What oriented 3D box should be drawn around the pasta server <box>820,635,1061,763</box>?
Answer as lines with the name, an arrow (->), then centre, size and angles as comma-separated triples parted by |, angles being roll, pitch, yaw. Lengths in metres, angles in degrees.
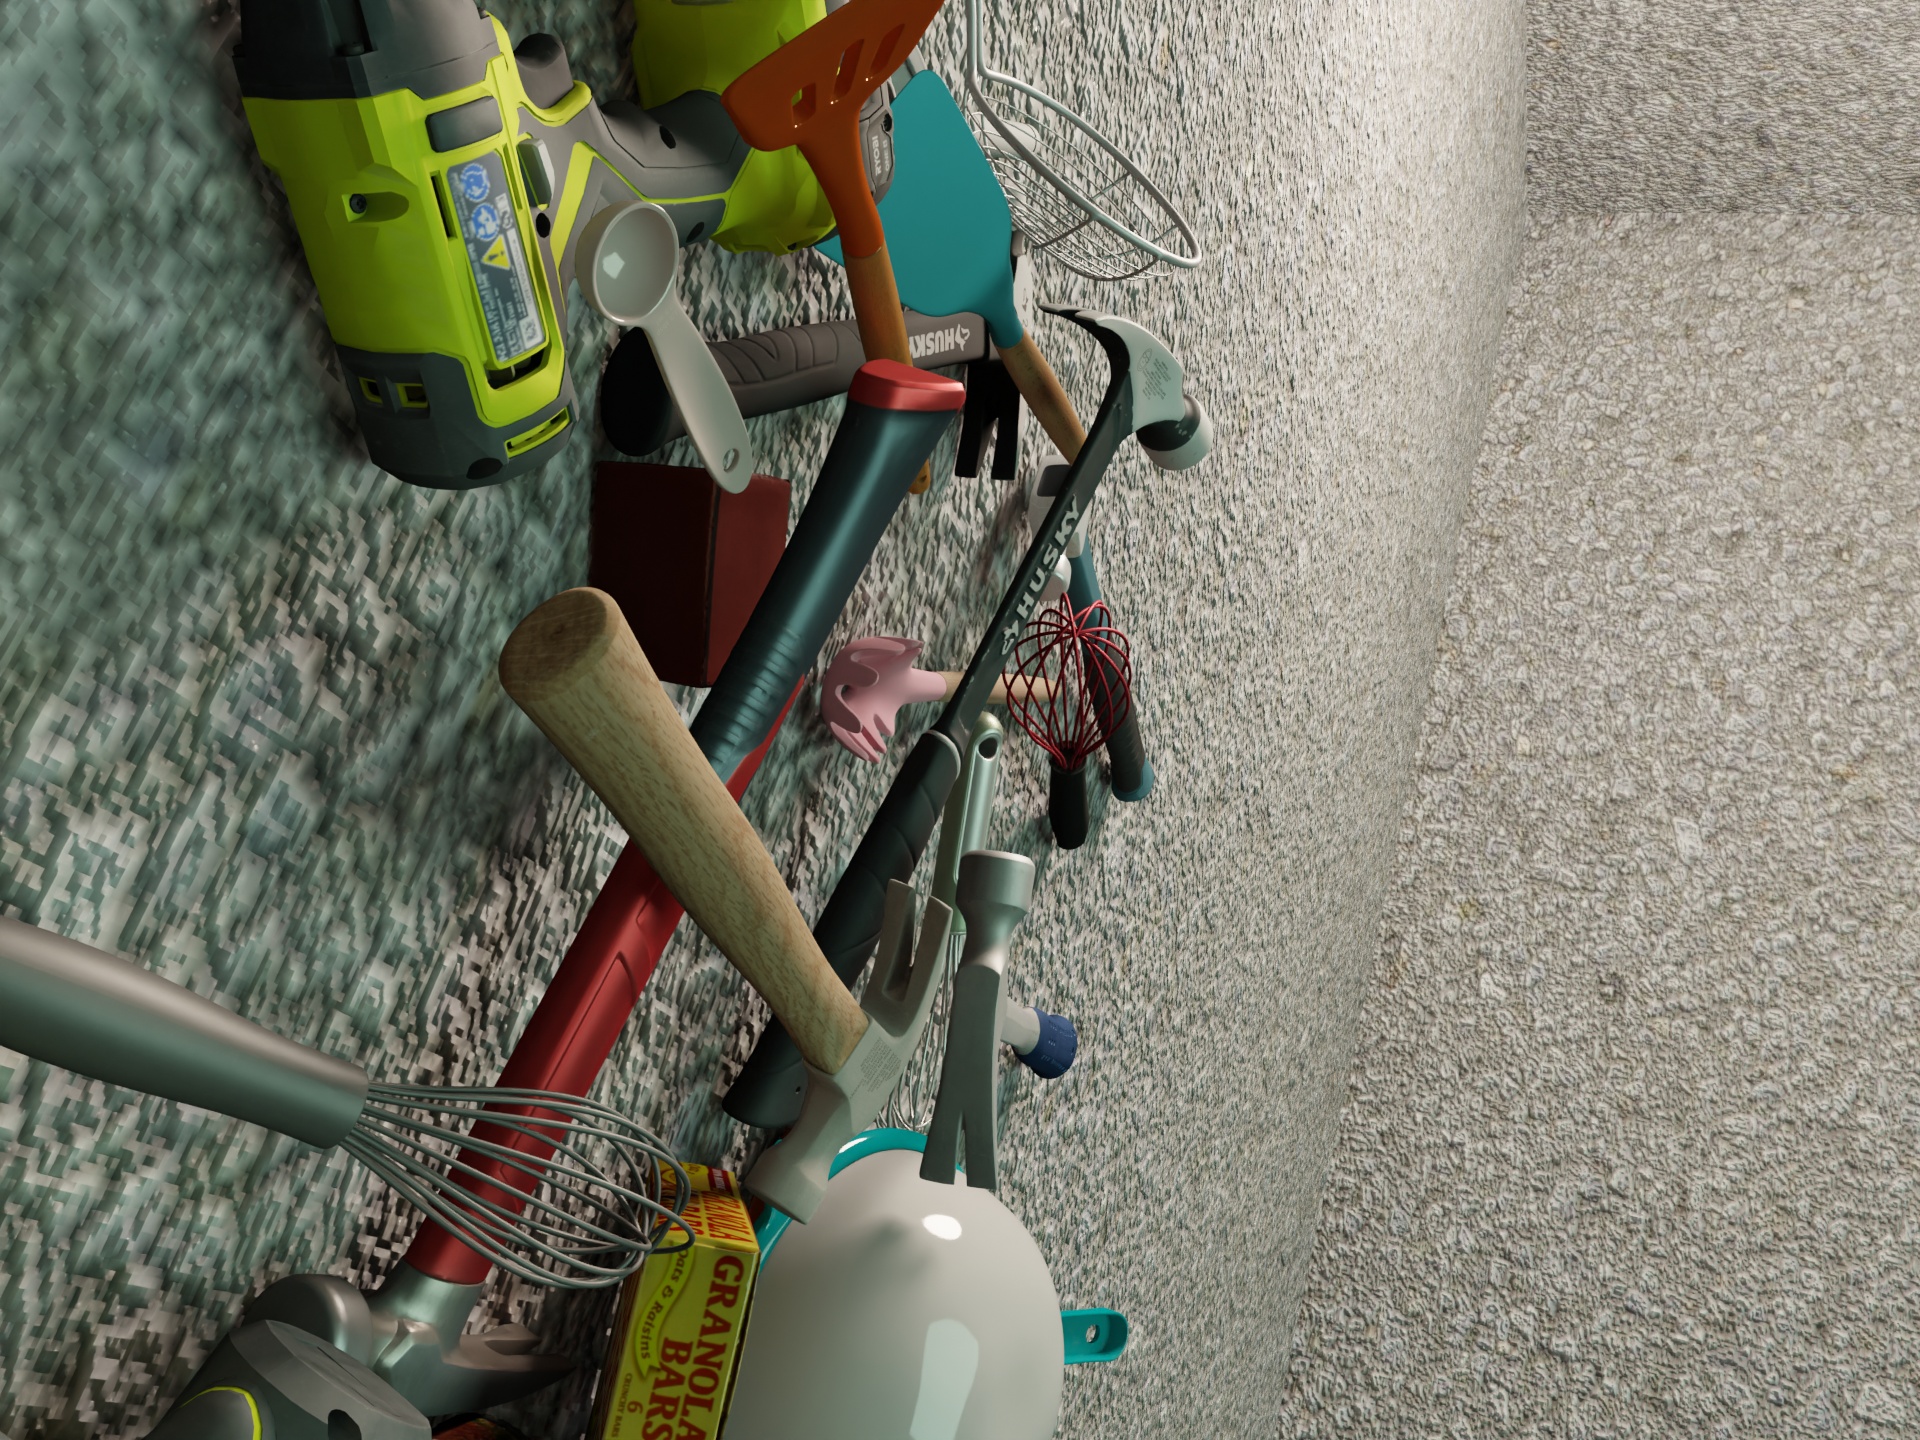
pasta server -> 0.003, -0.015, 0.850 | 0.316, 0.040, 0.060 | -1, 111, -67

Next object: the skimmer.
skimmer -> 0.024, -0.359, 0.652 | 0.127, 0.090, 0.363 | -62, 142, -60

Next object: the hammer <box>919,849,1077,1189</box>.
hammer -> 0.032, 0.175, 0.870 | 0.405, 0.035, 0.144 | 61, 36, -74

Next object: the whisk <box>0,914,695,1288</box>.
whisk -> -0.163, 0.102, 0.418 | 0.238, 0.055, 0.055 | 37, 61, -38

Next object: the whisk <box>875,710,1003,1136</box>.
whisk -> -0.006, 0.115, 0.833 | 0.057, 0.059, 0.246 | 1, 103, -38

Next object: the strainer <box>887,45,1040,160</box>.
strainer -> -0.005, -0.273, 0.741 | 0.258, 0.050, 0.087 | -39, 120, -64

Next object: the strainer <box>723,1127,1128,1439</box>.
strainer -> 0.021, 0.313, 0.762 | 0.340, 0.095, 0.211 | 23, 73, -51

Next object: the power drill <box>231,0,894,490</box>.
power drill -> -0.111, -0.192, 0.484 | 0.223, 0.080, 0.171 | -49, 141, -46

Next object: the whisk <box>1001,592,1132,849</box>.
whisk -> 0.063, 0.014, 0.930 | 0.295, 0.073, 0.073 | 82, 25, -64

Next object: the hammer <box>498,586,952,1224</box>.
hammer -> -0.068, 0.064, 0.531 | 0.130, 0.031, 0.331 | -56, 153, -22

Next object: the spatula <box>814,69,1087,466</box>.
spatula -> 0.021, -0.179, 0.751 | 0.082, 0.044, 0.317 | -55, 161, 0

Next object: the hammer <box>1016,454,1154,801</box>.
hammer -> 0.089, -0.043, 1.027 | 0.330, 0.033, 0.128 | 68, 29, -54

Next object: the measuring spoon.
measuring spoon -> -0.088, -0.109, 0.482 | 0.034, 0.018, 0.124 | -56, 157, -18

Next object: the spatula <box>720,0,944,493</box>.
spatula -> -0.027, -0.149, 0.560 | 0.081, 0.041, 0.322 | -36, 163, -7

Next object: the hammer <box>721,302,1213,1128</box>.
hammer -> -0.001, -0.002, 0.731 | 0.409, 0.036, 0.149 | -63, 149, -7

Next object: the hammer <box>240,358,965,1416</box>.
hammer -> -0.094, 0.050, 0.551 | 0.386, 0.038, 0.143 | -63, 154, -10

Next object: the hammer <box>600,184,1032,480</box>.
hammer -> -0.045, -0.155, 0.696 | 0.335, 0.035, 0.146 | -36, 129, -59

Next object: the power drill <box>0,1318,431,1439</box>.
power drill -> -0.233, 0.205, 0.326 | 0.190, 0.080, 0.228 | -55, 149, -21
